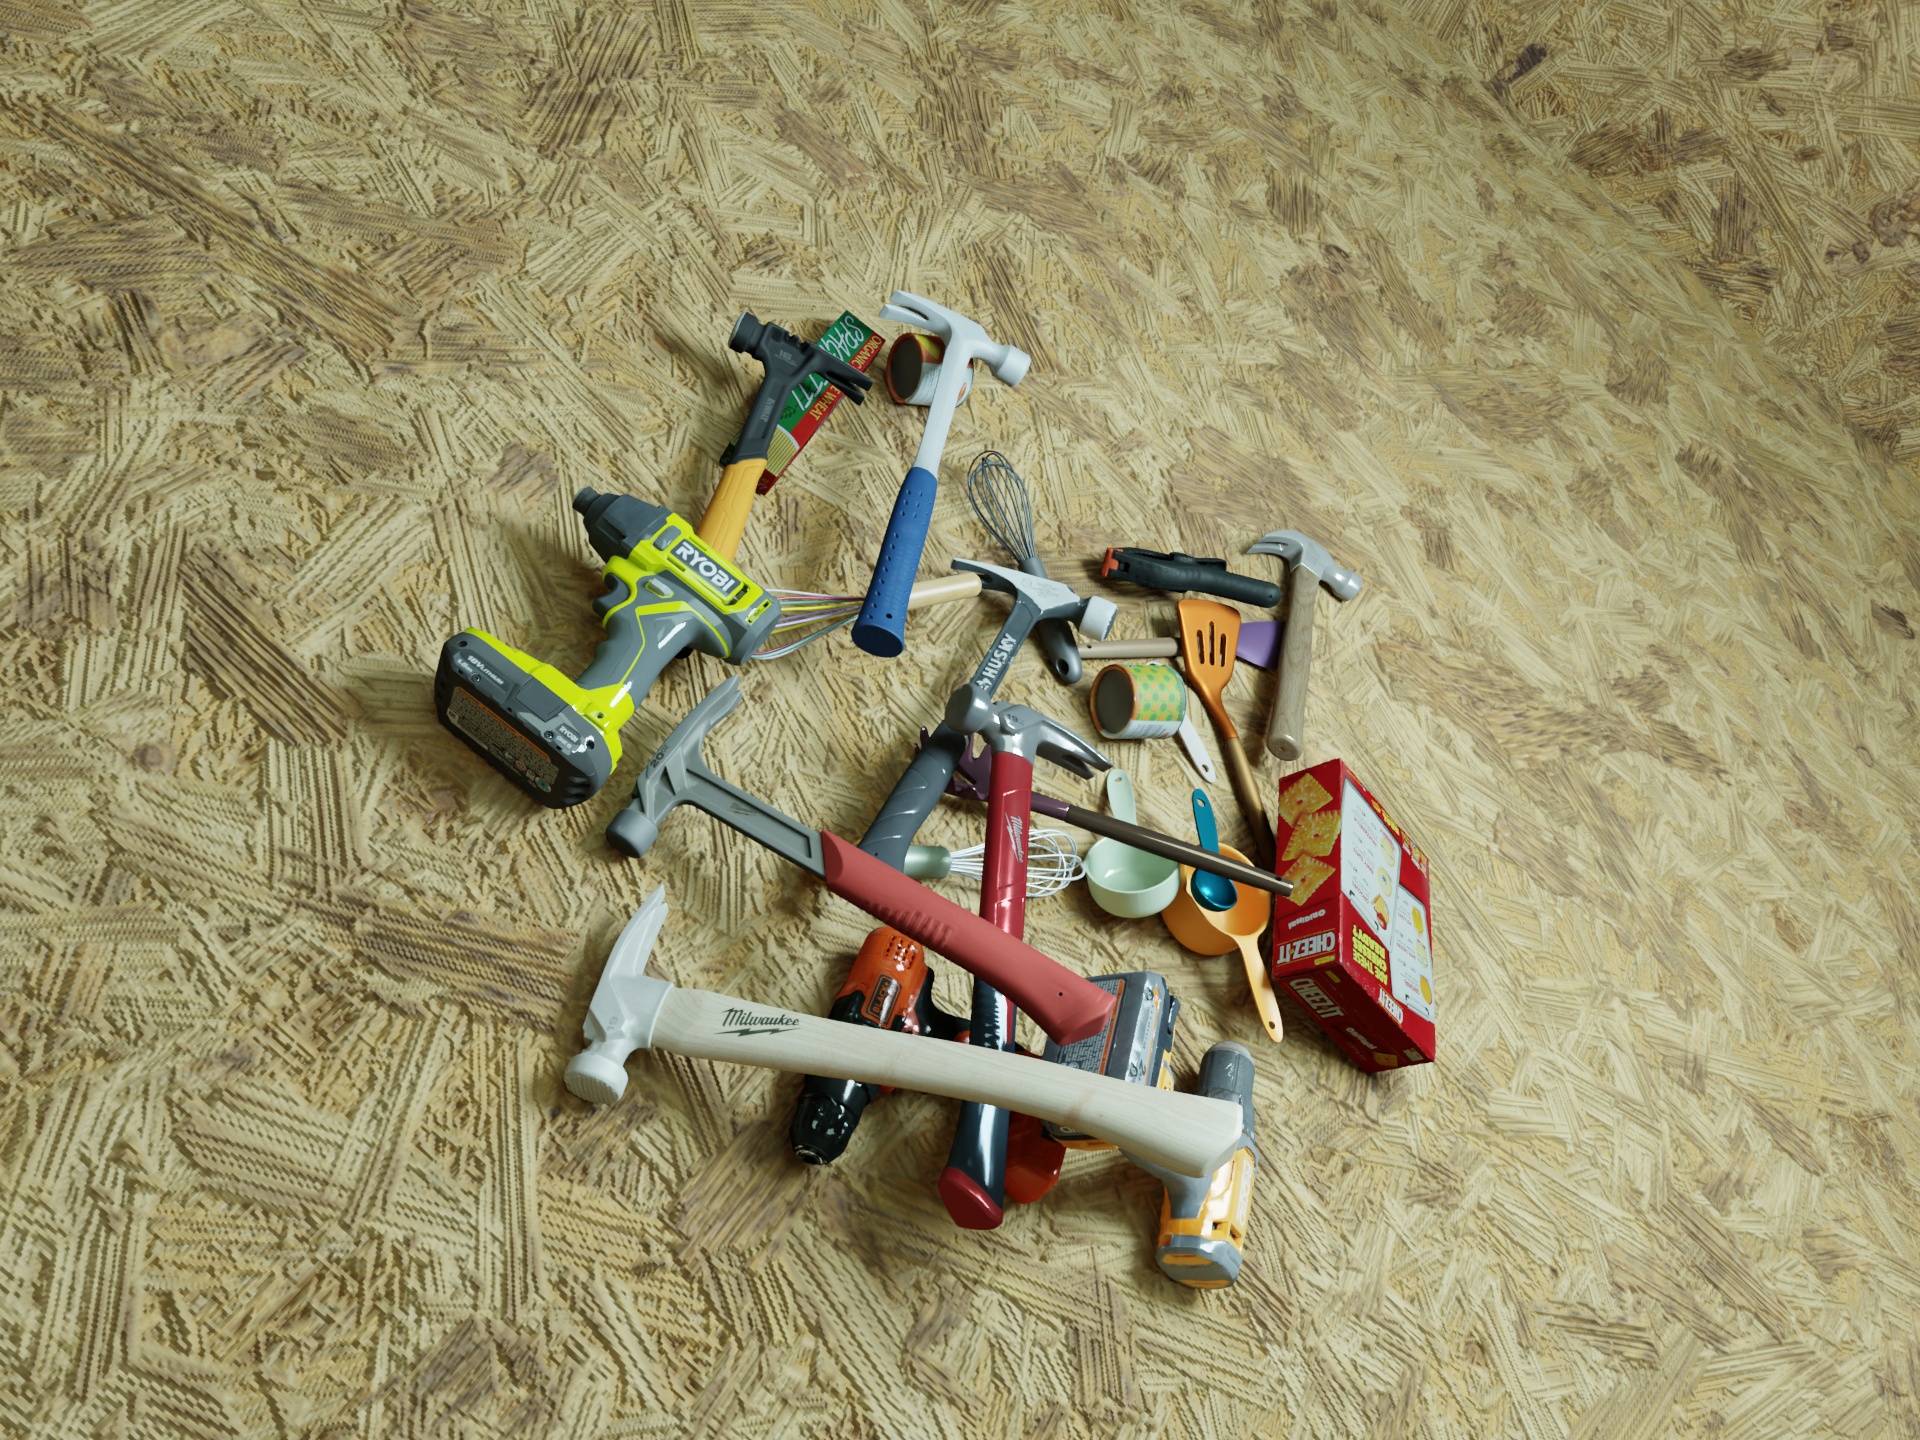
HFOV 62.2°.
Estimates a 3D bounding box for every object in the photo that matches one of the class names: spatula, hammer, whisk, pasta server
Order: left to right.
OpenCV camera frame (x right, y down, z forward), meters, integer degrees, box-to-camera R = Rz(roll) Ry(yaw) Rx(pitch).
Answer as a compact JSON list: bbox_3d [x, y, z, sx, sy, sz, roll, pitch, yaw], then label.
[{"bbox_3d":[-0.172,-0.185,1.282,0.127,0.034,0.337,25,56,-14],"label":"hammer"},{"bbox_3d":[-0.085,-0.090,1.270,0.245,0.047,0.051,-14,47,-31],"label":"whisk"},{"bbox_3d":[-0.055,0.104,1.071,0.359,0.036,0.149,28,62,15],"label":"hammer"},{"bbox_3d":[-0.029,0.206,0.998,0.410,0.038,0.146,10,50,6],"label":"hammer"},{"bbox_3d":[-0.035,-0.215,1.338,0.144,0.035,0.406,27,48,-17],"label":"hammer"},{"bbox_3d":[-0.007,0.107,1.204,0.246,0.057,0.059,4,22,-33],"label":"whisk"},{"bbox_3d":[-0.002,-0.004,1.251,0.149,0.036,0.409,22,42,8],"label":"hammer"},{"bbox_3d":[0.039,0.162,1.112,0.143,0.038,0.387,26,52,-29],"label":"hammer"},{"bbox_3d":[0.060,-0.139,1.436,0.055,0.055,0.239,-6,67,-37],"label":"whisk"},{"bbox_3d":[0.111,0.076,1.252,0.316,0.040,0.060,19,41,5],"label":"pasta server"},{"bbox_3d":[0.227,-0.069,1.516,0.315,0.018,0.060,-3,60,-37],"label":"spatula"},{"bbox_3d":[0.259,0.035,1.446,0.081,0.041,0.323,6,57,-33],"label":"spatula"},{"bbox_3d":[0.330,-0.080,1.565,0.130,0.031,0.331,34,41,-12],"label":"hammer"}]

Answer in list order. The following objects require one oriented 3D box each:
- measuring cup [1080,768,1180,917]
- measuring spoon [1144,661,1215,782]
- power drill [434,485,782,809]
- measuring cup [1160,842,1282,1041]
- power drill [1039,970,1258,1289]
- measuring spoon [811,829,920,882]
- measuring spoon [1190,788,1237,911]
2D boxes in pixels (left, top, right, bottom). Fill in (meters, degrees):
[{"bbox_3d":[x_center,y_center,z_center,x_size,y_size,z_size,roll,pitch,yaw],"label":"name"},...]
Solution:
[{"bbox_3d":[0.139,0.101,1.316,0.083,0.038,0.168,-7,33,4],"label":"measuring cup"},{"bbox_3d":[0.197,0.004,1.448,0.034,0.018,0.124,-19,77,-41],"label":"measuring spoon"},{"bbox_3d":[-0.254,-0.061,1.114,0.171,0.080,0.223,38,52,0],"label":"power drill"},{"bbox_3d":[0.217,0.187,1.300,0.095,0.052,0.174,3,59,-33],"label":"measuring cup"},{"bbox_3d":[0.147,0.266,1.125,0.226,0.084,0.185,53,39,-33],"label":"power drill"},{"bbox_3d":[-0.071,0.098,1.196,0.117,0.011,0.021,-23,81,-46],"label":"measuring spoon"},{"bbox_3d":[0.198,0.107,1.299,0.042,0.021,0.129,22,39,-20],"label":"measuring spoon"}]
